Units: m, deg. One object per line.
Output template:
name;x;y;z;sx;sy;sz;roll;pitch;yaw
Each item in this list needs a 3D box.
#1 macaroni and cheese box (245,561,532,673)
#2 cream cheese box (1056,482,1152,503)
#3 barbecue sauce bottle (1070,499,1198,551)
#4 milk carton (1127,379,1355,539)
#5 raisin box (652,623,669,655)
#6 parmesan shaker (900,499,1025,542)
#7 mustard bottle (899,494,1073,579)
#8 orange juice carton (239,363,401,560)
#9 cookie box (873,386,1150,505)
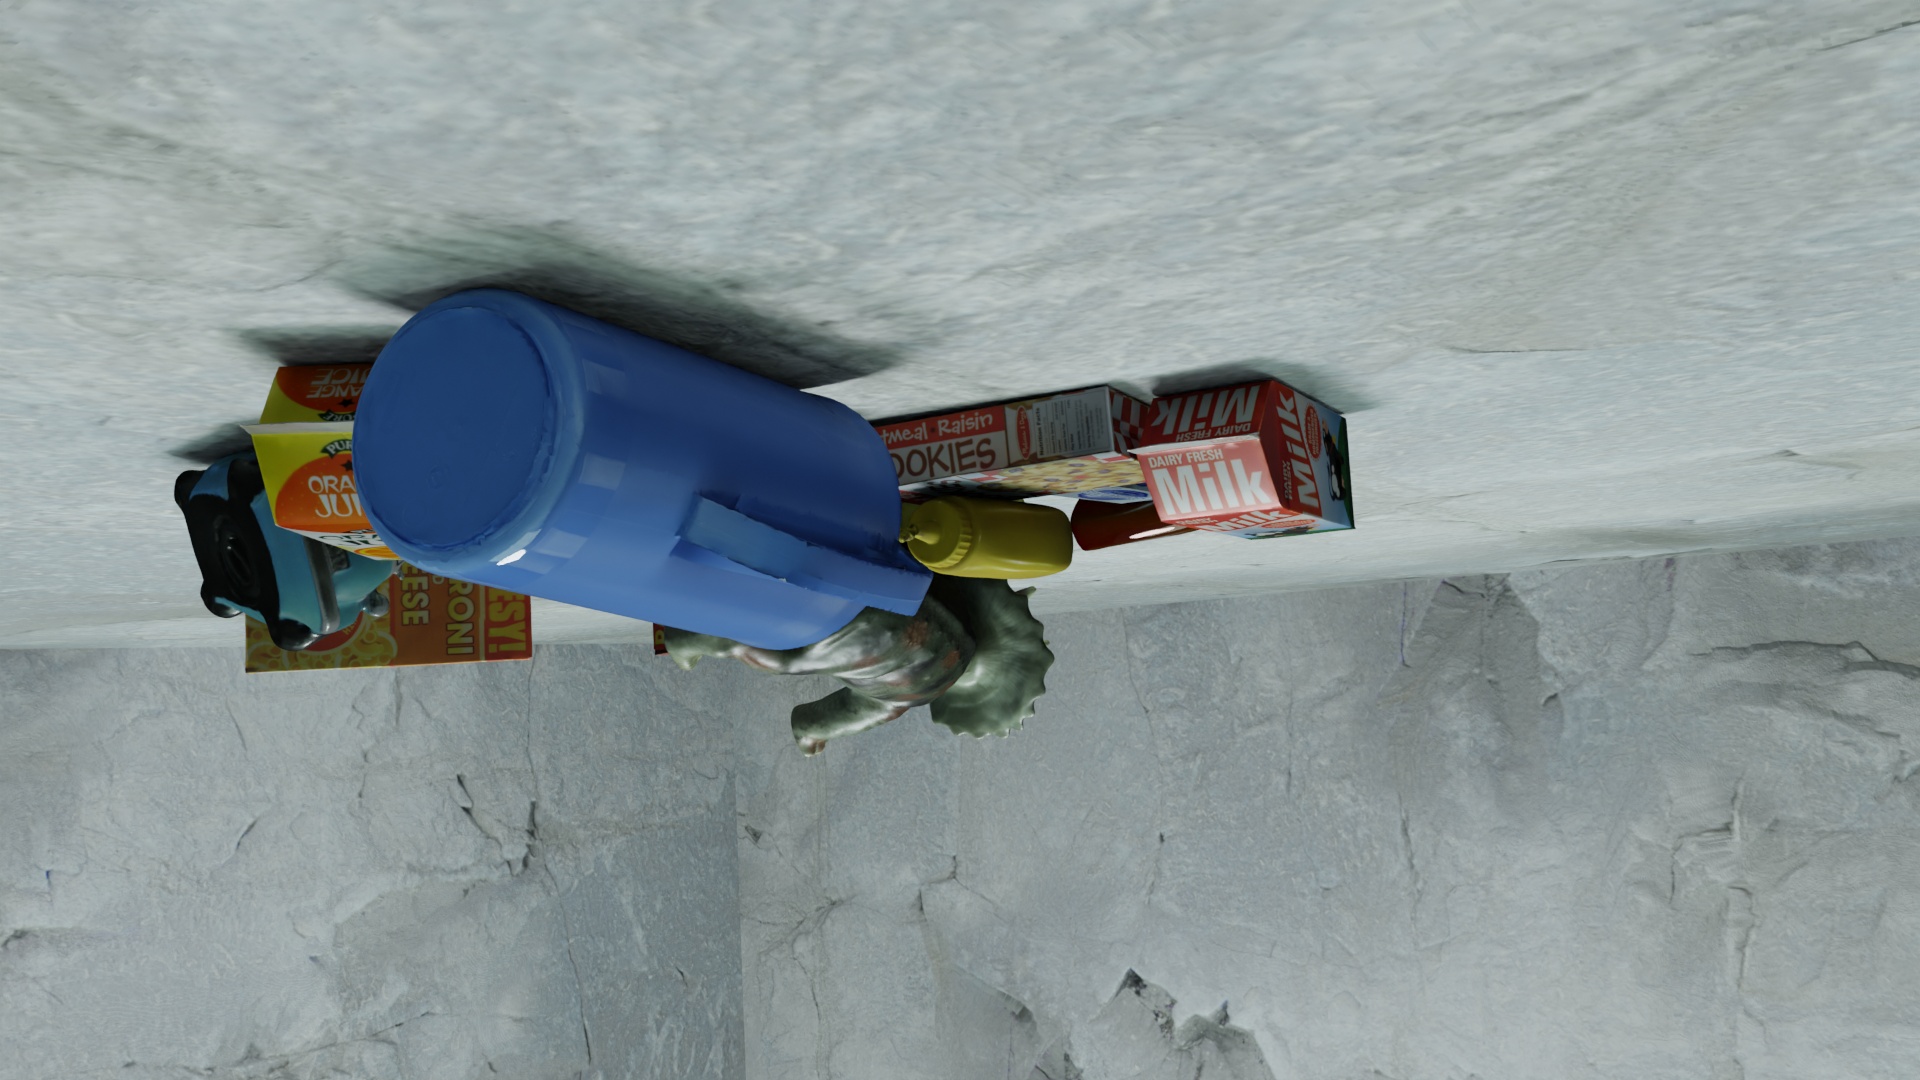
macaroni and cheese box;-0.362;0.019;0.887;0.167;0.123;0.040;-1;176;-17
cream cheese box;0.110;-0.044;1.011;0.053;0.024;0.104;-7;173;41
barbecue sauce bottle;0.160;-0.027;1.071;0.148;0.043;0.065;-10;-157;38
milk carton;0.166;-0.045;0.802;0.072;0.073;0.191;-7;172;31
raisin box;-0.173;0.016;0.959;0.040;0.123;0.086;-7;173;27
parmesan shaker;0.004;-0.013;1.027;0.071;0.071;0.103;-7;173;28
mustard bottle;0.011;-0.002;0.844;0.065;0.049;0.160;-5;174;31
orange juice carton;-0.267;-0.037;0.655;0.072;0.073;0.192;-2;173;-7
cookie box;0.033;-0.052;0.829;0.167;0.040;0.123;-7;173;26
